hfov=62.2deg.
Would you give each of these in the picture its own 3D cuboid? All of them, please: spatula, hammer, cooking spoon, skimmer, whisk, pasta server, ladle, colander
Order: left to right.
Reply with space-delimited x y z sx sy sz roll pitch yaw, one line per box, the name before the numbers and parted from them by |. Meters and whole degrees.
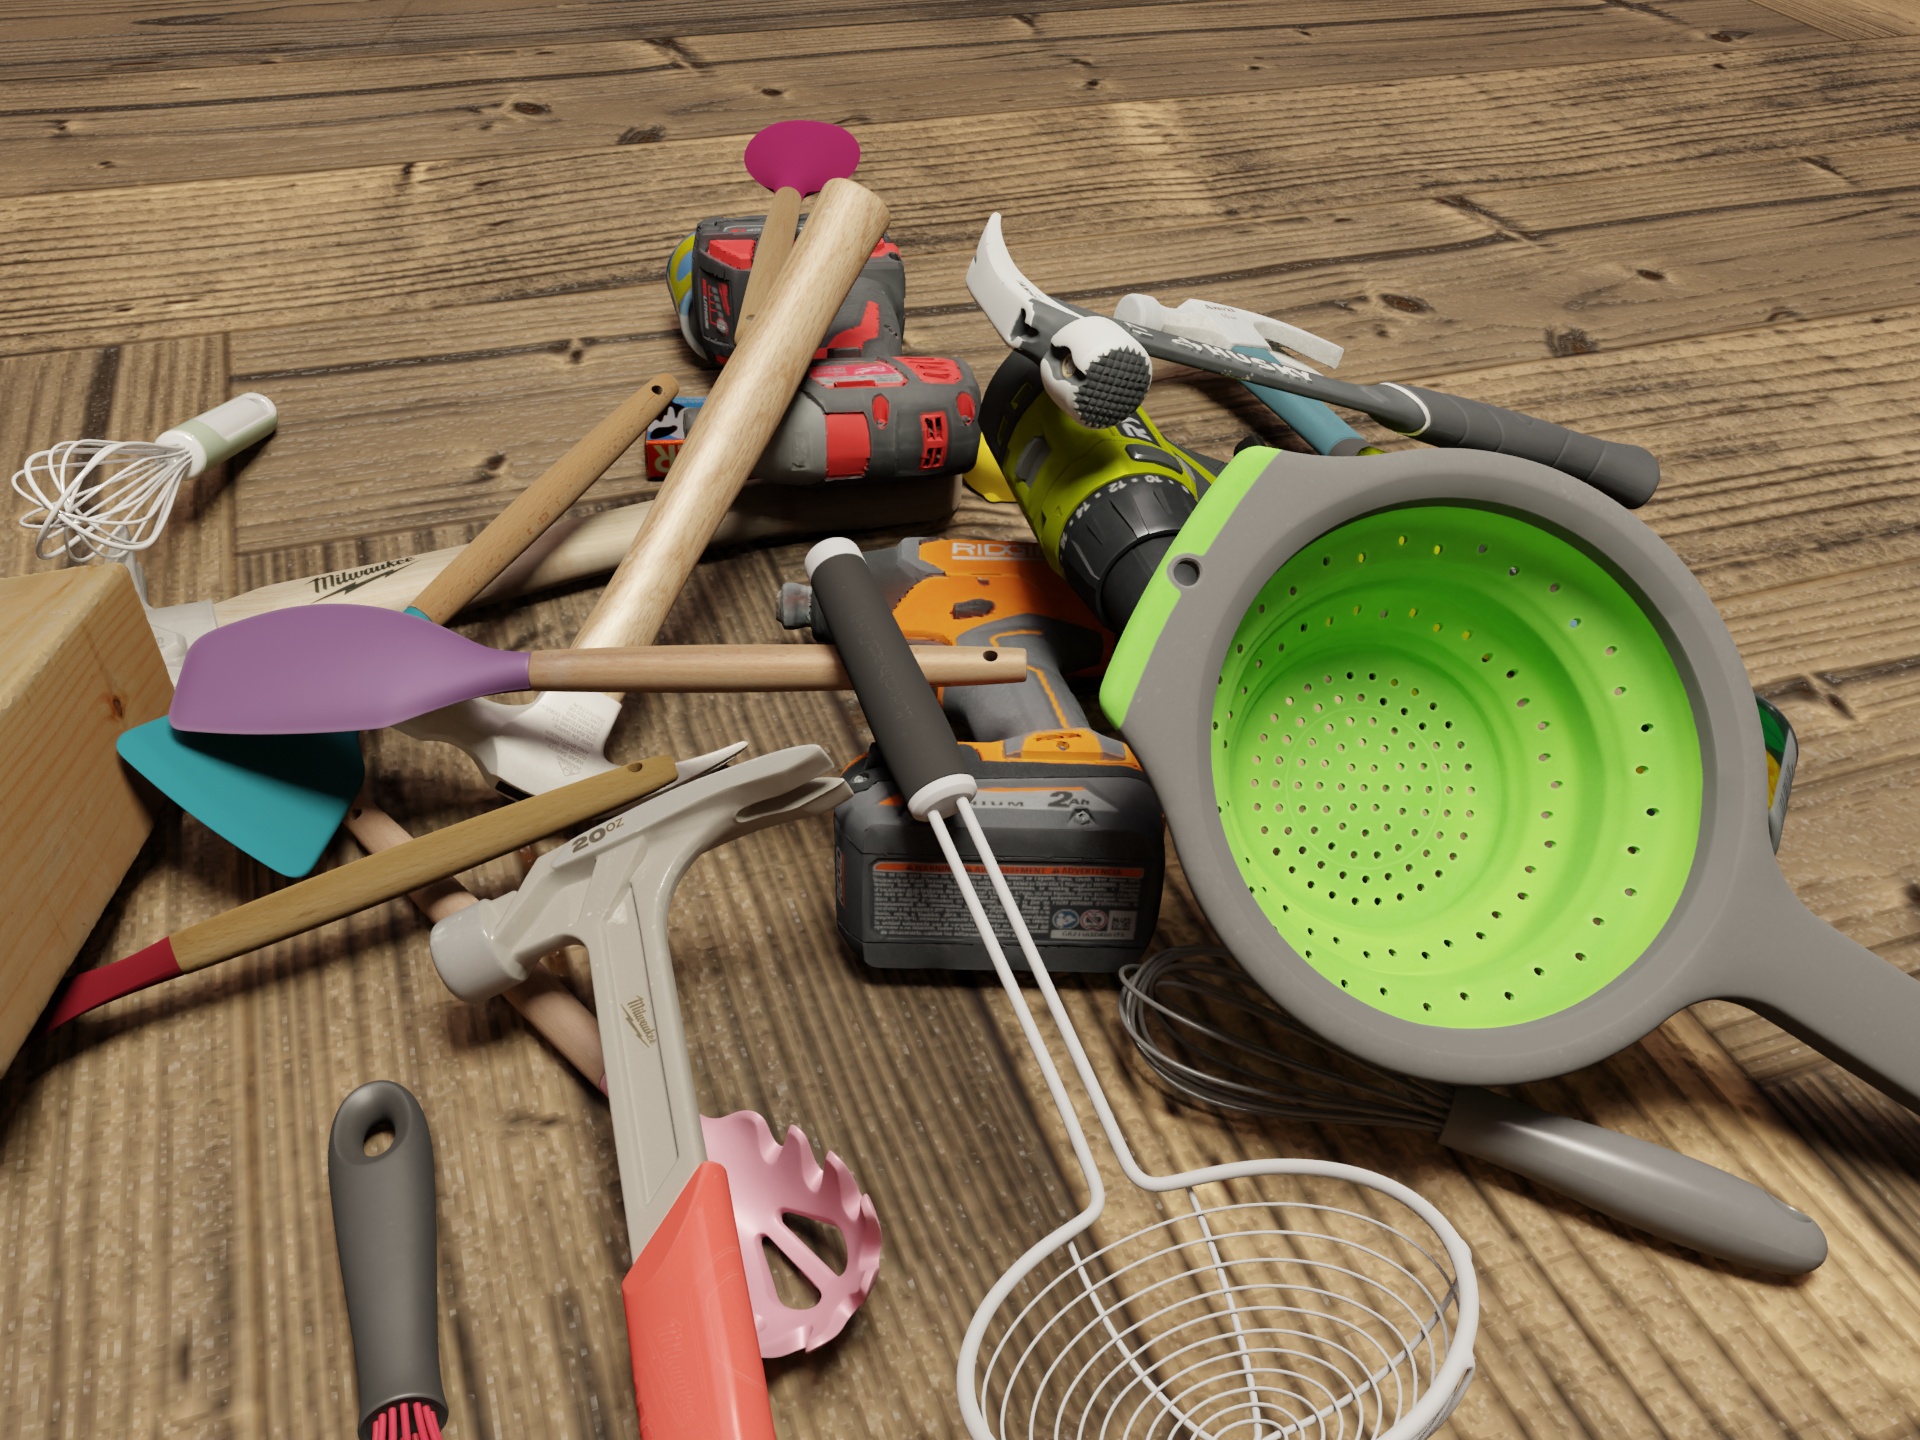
whisk | -0.375 -0.125 0.757 0.057 0.059 0.246 34 15 -15
ladle | -0.247 0.073 0.557 0.315 0.031 0.069 -22 41 -20
whisk | -0.144 0.201 0.417 0.073 0.073 0.296 -12 35 -17
spatula | -0.211 -0.063 0.681 0.082 0.044 0.318 38 54 -6
pasta server | -0.137 0.103 0.546 0.316 0.040 0.060 34 74 33
hammer | -0.190 -0.088 0.773 0.410 0.038 0.146 -16 42 -22
spatula | -0.133 -0.021 0.592 0.316 0.018 0.060 0 57 1
hammer | -0.107 -0.106 0.689 0.130 0.031 0.331 31 66 -15
hammer | -0.063 0.167 0.429 0.149 0.036 0.360 -25 50 5
cooking spoon | -0.095 -0.273 0.860 0.068 0.017 0.319 3 39 -2
skimmer | 0.014 0.052 0.464 0.127 0.090 0.364 -20 53 -8
hammer | 0.181 -0.146 0.724 0.408 0.036 0.149 6 33 -33
hammer | 0.212 -0.134 0.841 0.128 0.033 0.331 -3 41 -32
whisk | 0.164 0.130 0.528 0.239 0.055 0.055 19 42 12
colander | 0.225 0.061 0.549 0.397 0.094 0.204 32 78 -3

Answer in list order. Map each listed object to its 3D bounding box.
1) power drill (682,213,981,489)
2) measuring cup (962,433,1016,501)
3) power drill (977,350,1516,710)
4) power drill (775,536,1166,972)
power drill | -0.080 -0.191 0.832 0.143 0.078 0.220 -6 37 -12
measuring cup | 0.074 -0.132 0.843 0.156 0.029 0.062 18 54 14
power drill | 0.130 -0.070 0.674 0.228 0.080 0.191 11 35 -28
power drill | -0.001 -0.002 0.651 0.164 0.084 0.227 1 36 -1
